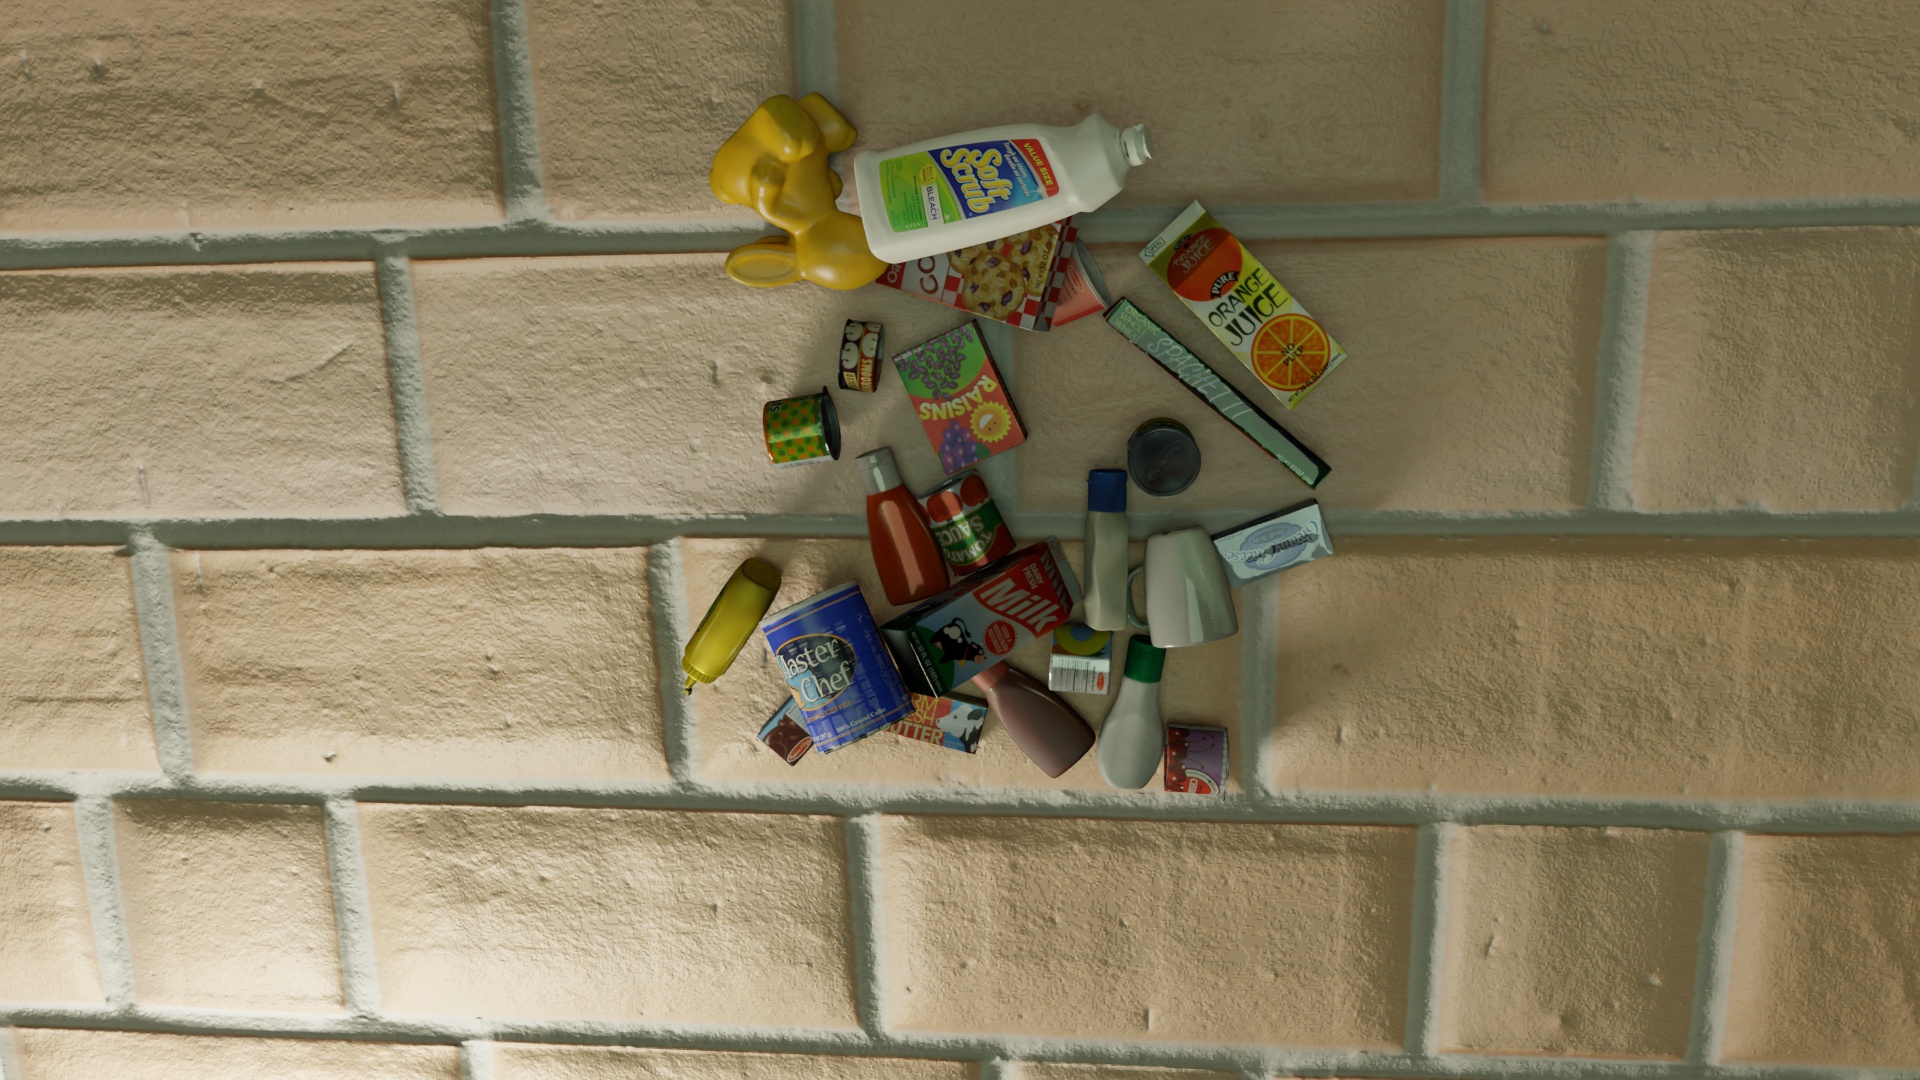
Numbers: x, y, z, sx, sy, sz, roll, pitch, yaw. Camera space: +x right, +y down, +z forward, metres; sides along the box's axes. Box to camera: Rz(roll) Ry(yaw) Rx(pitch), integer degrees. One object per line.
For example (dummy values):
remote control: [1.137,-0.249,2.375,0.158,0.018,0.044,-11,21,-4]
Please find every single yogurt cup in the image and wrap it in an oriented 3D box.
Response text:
yogurt cup: [0.098,-0.230,1.258,0.054,0.072,0.072,-26,99,19]

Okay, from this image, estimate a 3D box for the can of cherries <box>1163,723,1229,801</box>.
can of cherries: [0.227,0.214,1.341,0.058,0.072,0.071,3,103,5]

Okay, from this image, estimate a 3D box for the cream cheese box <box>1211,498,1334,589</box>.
cream cheese box: [0.295,0.003,1.311,0.104,0.024,0.053,-21,101,10]

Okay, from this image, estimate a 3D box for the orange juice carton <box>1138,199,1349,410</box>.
orange juice carton: [0.251,-0.212,1.242,0.192,0.073,0.071,45,103,-5]

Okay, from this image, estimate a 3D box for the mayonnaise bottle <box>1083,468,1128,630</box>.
mayonnaise bottle: [0.138,0.008,1.309,0.041,0.065,0.147,0,99,-5]

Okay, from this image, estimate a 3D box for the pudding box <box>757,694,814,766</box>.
pudding box: [-0.158,0.179,1.391,0.049,0.030,0.083,41,103,-5]

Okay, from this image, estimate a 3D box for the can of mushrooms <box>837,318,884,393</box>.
can of mushrooms: [-0.092,-0.169,1.286,0.033,0.071,0.071,8,103,2]

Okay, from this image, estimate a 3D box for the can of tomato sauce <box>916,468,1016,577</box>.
can of tomato sauce: [0.005,-0.016,1.311,0.071,0.071,0.083,-26,99,11]

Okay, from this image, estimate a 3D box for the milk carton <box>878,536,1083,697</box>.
milk carton: [0.028,0.069,1.304,0.191,0.073,0.072,-28,99,-22]

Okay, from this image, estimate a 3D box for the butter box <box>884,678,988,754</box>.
butter box: [-0.028,0.173,1.380,0.103,0.024,0.053,14,103,2]

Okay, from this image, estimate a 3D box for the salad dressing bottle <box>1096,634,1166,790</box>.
salad dressing bottle: [0.171,0.166,1.350,0.064,0.044,0.147,10,102,5]

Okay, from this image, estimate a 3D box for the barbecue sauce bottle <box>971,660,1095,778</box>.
barbecue sauce bottle: [0.061,0.161,1.359,0.064,0.044,0.148,-44,95,12]

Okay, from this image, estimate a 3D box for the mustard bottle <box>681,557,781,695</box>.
mustard bottle: [-0.234,0.092,1.363,0.049,0.065,0.159,33,108,-7]

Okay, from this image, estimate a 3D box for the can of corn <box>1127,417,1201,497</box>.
can of corn: [0.185,-0.079,1.285,0.071,0.058,0.071,1,103,5]

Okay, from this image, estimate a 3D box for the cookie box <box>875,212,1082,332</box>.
cookie box: [0.015,-0.267,1.239,0.167,0.040,0.122,21,104,24]

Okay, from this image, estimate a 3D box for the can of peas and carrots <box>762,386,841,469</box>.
can of peas and carrots: [-0.150,-0.106,1.308,0.059,0.071,0.070,-9,102,8]

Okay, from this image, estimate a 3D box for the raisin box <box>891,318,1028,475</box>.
raisin box: [0.000,-0.134,1.301,0.086,0.040,0.123,-24,98,9]

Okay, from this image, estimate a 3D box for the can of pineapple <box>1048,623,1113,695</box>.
can of pineapple: [0.116,0.112,1.333,0.058,0.071,0.070,4,103,5]

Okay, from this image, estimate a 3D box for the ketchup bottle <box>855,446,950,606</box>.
ketchup bottle: [-0.061,-0.015,1.331,0.065,0.043,0.148,-17,100,7]

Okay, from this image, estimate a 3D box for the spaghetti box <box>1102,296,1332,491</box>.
spaghetti box: [0.234,-0.136,1.272,0.250,0.050,0.028,39,102,-4]
